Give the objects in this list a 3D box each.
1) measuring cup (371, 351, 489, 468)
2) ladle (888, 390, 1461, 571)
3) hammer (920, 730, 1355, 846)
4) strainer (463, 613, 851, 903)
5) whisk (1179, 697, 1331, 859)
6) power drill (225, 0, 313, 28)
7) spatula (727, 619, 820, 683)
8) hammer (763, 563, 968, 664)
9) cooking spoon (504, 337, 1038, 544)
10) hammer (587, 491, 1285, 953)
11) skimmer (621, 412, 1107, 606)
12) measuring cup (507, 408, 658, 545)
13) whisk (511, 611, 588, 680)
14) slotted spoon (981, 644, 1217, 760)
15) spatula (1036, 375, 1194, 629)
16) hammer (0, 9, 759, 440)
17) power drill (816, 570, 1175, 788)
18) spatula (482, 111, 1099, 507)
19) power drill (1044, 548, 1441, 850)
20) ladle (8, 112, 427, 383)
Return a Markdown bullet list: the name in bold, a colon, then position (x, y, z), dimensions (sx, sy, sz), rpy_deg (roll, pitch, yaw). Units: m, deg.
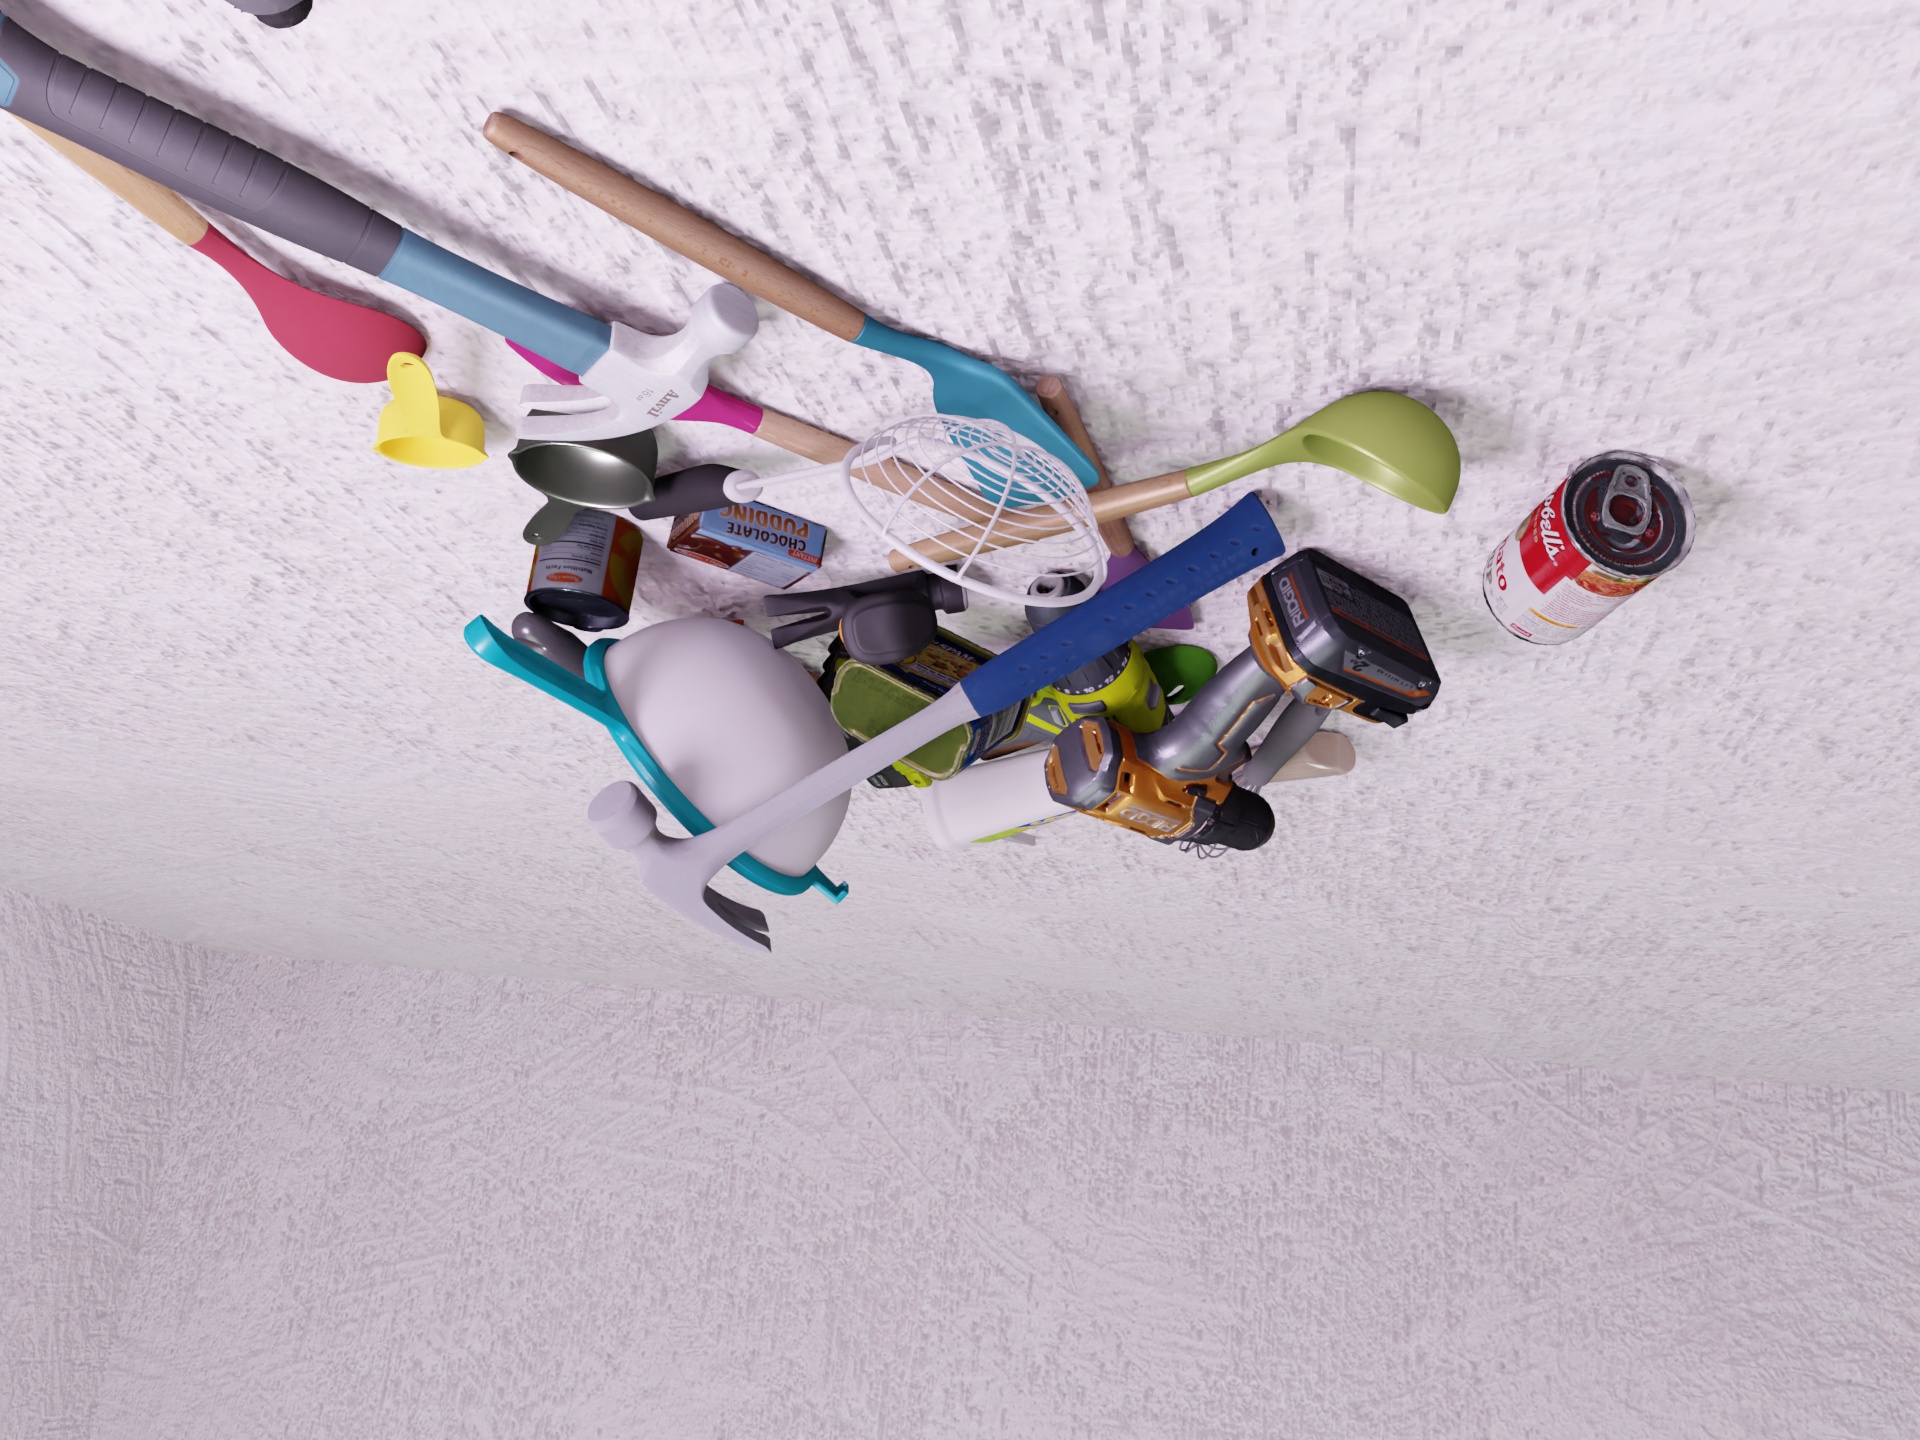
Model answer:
- **measuring cup**: position (-0.279, -0.169, 0.827), dimensions (0.062, 0.029, 0.156), rpy_deg (2, 168, -13)
- **ladle**: position (0.096, -0.105, 0.821), dimensions (0.320, 0.062, 0.078), rpy_deg (-11, 162, 31)
- **hammer**: position (0.157, 0.060, 1.372), dimensions (0.411, 0.038, 0.146), rpy_deg (-12, 156, 43)
- **strainer**: position (-0.160, -0.016, 0.969), dimensions (0.095, 0.211, 0.340), rpy_deg (-39, 151, 7)
- **whisk**: position (0.222, 0.038, 1.206), dimensions (0.055, 0.055, 0.238), rpy_deg (11, 144, -13)
- **power drill**: position (-0.313, -0.273, 0.485), dimensions (0.219, 0.079, 0.143), rpy_deg (3, 162, 2)
- **spatula**: position (-0.127, -0.026, 1.210), dimensions (0.081, 0.041, 0.322), rpy_deg (-13, 155, 29)
- **hammer**: position (-0.051, -0.056, 0.850), dimensions (0.127, 0.034, 0.337), rpy_deg (-11, -173, -2)
- **cooking spoon**: position (-0.087, -0.151, 0.853), dimensions (0.318, 0.017, 0.069), rpy_deg (18, 156, -29)
- **hammer**: position (-0.001, -0.003, 0.897), dimensions (0.405, 0.035, 0.143), rpy_deg (-30, 128, 6)
- **skimmer**: position (-0.077, -0.097, 0.813), dimensions (0.127, 0.090, 0.363), rpy_deg (-5, -176, -40)
- **measuring cup**: position (-0.224, -0.140, 0.910), dimensions (0.083, 0.038, 0.167), rpy_deg (15, 162, -24)
- **whisk**: position (-0.228, -0.009, 1.120), dimensions (0.073, 0.073, 0.295), rpy_deg (0, 159, 20)
- **slotted spoon**: position (0.091, -0.003, 1.223), dimensions (0.070, 0.031, 0.314), rpy_deg (13, 162, -24)
- **spatula**: position (0.085, -0.111, 0.912), dimensions (0.060, 0.018, 0.315), rpy_deg (6, 163, 19)
- **hammer**: position (-0.258, -0.209, 0.684), dimensions (0.330, 0.033, 0.128), rpy_deg (21, 143, -35)
- **power drill**: position (0.020, -0.024, 1.088), dimensions (0.228, 0.080, 0.190), rpy_deg (-4, 143, 27)
- **spatula**: position (-0.069, -0.180, 0.720), dimensions (0.317, 0.044, 0.082), rpy_deg (22, 164, -35)
- **power drill**: position (0.190, 0.006, 1.007), dimensions (0.185, 0.084, 0.226), rpy_deg (21, 133, -36)
- **ladle**: position (-0.355, -0.232, 0.698), dimensions (0.069, 0.031, 0.315), rpy_deg (-8, 155, 22)
